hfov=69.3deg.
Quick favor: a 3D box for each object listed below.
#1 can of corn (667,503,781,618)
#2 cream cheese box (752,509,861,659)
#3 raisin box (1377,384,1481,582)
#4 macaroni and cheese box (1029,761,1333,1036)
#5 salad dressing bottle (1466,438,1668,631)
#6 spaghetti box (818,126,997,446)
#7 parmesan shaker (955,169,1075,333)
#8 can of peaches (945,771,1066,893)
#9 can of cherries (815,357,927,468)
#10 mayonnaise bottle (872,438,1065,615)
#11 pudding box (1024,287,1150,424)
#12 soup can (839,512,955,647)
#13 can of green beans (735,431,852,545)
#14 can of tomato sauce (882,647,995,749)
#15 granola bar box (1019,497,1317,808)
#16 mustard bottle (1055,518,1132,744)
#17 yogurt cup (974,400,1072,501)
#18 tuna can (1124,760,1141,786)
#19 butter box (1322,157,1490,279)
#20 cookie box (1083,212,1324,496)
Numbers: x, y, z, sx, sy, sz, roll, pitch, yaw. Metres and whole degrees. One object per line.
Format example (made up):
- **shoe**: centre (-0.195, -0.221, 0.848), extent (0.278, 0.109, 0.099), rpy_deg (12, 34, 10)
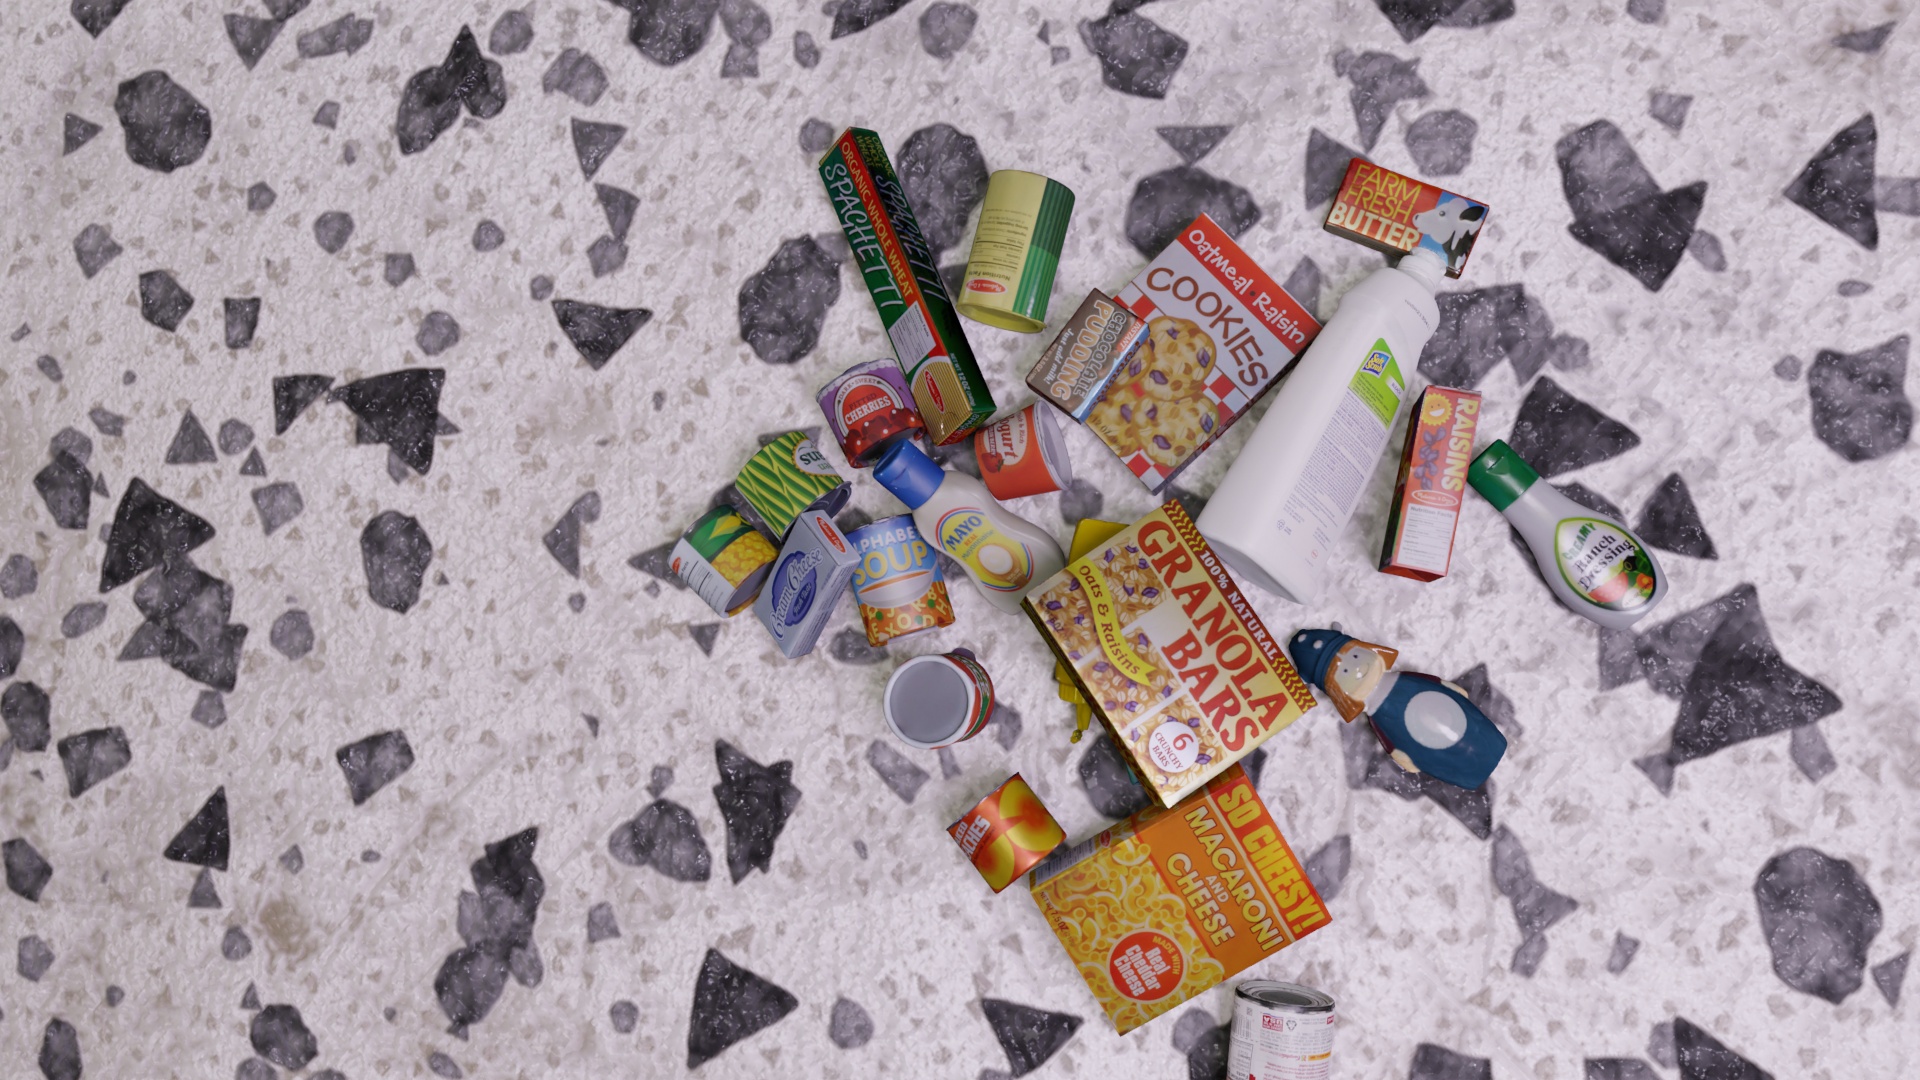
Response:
- **can of corn**: centre (-0.173, 0.014, 1.036), extent (0.058, 0.071, 0.071), rpy_deg (43, 93, 10)
- **cream cheese box**: centre (-0.113, 0.033, 1.012), extent (0.053, 0.024, 0.103), rpy_deg (51, 129, 26)
- **raisin box**: centre (0.317, -0.036, 0.940), extent (0.040, 0.086, 0.123), rpy_deg (11, 87, 13)
- **macaroni and cheese box**: centre (0.149, 0.244, 0.953), extent (0.166, 0.040, 0.123), rpy_deg (-31, 97, 6)
- **salad dressing bottle**: centre (0.407, -0.006, 0.942), extent (0.064, 0.044, 0.148), rpy_deg (-44, 79, 3)
- **spaghetti box**: centre (-0.042, -0.190, 1.025), extent (0.050, 0.029, 0.250), rpy_deg (-38, 68, 44)
- **parmesan shaker**: centre (0.043, -0.210, 1.016), extent (0.071, 0.071, 0.103), rpy_deg (14, 87, 11)
- **can of peaches**: centre (0.031, 0.207, 0.977), extent (0.071, 0.071, 0.058), rpy_deg (-40, 80, 5)
- **can of cherries**: centre (-0.065, -0.093, 1.023), extent (0.071, 0.071, 0.058), rpy_deg (-28, 81, 7)
- **mayonnaise bottle**: centre (0.004, -0.012, 0.984), extent (0.148, 0.041, 0.064), rpy_deg (40, 110, -18)
- **pudding box**: centre (0.090, -0.129, 0.978), extent (0.050, 0.030, 0.083), rpy_deg (38, 94, 12)
- **soup can**: centre (-0.046, 0.028, 1.008), extent (0.071, 0.071, 0.084), rpy_deg (-19, 82, 8)
- **can of green beans**: centre (-0.124, -0.039, 1.031), extent (0.071, 0.071, 0.058), rpy_deg (-41, 79, 5)
- **can of tomato sauce**: centre (-0.013, 0.112, 0.988), extent (0.071, 0.083, 0.071), rpy_deg (-1, 85, 11)
- **granola bar box**: centre (0.136, 0.074, 0.922), extent (0.124, 0.039, 0.165), rpy_deg (-33, 84, -9)
- **mustard bottle**: centre (0.095, 0.065, 0.985), extent (0.049, 0.065, 0.160), rpy_deg (7, 92, 12)
- **yogurt cup**: centre (0.045, -0.062, 1.005), extent (0.054, 0.072, 0.072), rpy_deg (-17, 82, 17)
- **tuna can**: centre (0.131, 0.139, 0.968), extent (0.033, 0.071, 0.071), rpy_deg (-10, 83, 10)
- **butter box**: centre (0.317, -0.230, 0.990), extent (0.103, 0.024, 0.053), rpy_deg (24, 90, 12)
- **cookie box**: centre (0.158, -0.134, 1.002), extent (0.167, 0.040, 0.123), rpy_deg (-44, 79, 5)
